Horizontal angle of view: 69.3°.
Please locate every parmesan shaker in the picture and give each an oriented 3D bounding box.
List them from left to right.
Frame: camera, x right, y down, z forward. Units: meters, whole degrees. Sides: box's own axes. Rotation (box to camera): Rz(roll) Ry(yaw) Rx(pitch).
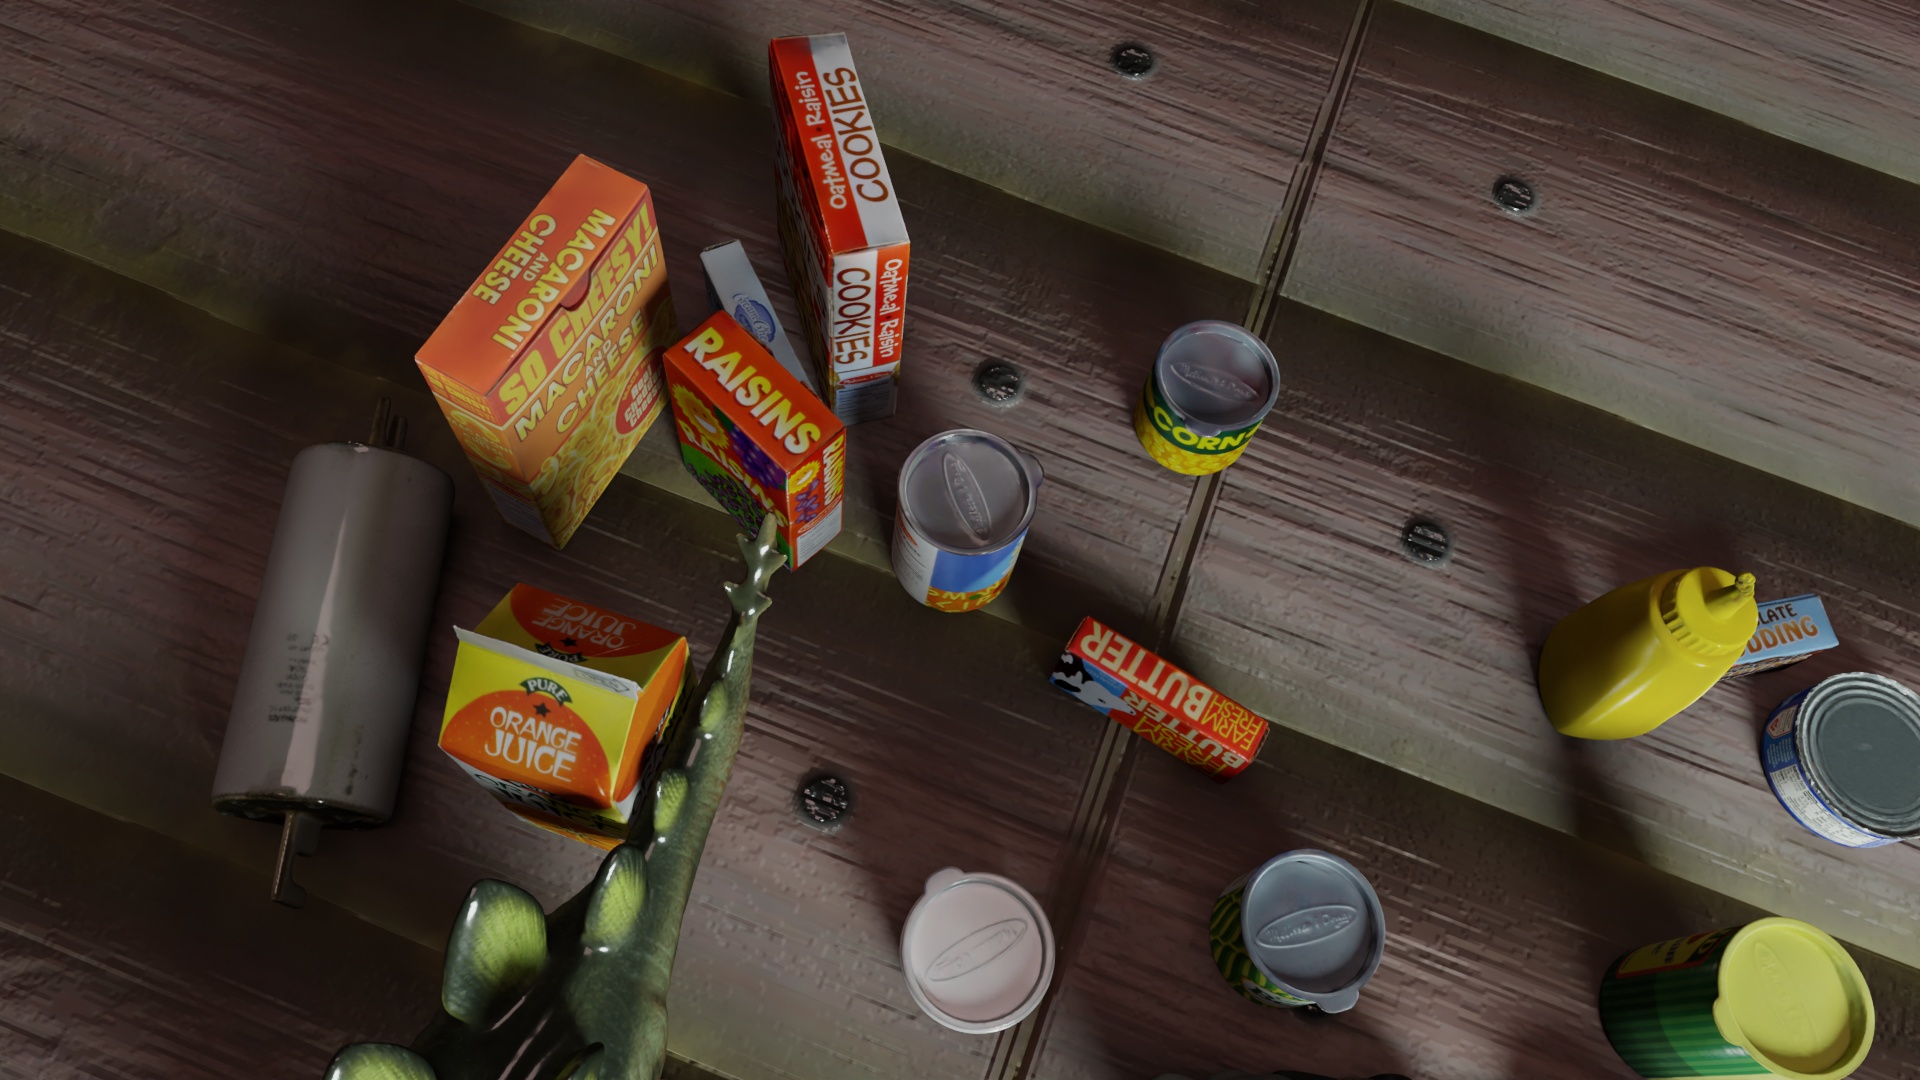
[{"bbox_3d":[0.340,0.210,0.622,0.071,0.102,0.071,2,67,-5],"label":"parmesan shaker"}]

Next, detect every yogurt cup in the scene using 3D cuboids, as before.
[{"bbox_3d":[0.005,0.187,0.626,0.072,0.053,0.072,2,67,-5],"label":"yogurt cup"}]

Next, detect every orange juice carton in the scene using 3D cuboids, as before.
[{"bbox_3d":[-0.157,0.077,0.582,0.072,0.192,0.073,18,67,2],"label":"orange juice carton"}]

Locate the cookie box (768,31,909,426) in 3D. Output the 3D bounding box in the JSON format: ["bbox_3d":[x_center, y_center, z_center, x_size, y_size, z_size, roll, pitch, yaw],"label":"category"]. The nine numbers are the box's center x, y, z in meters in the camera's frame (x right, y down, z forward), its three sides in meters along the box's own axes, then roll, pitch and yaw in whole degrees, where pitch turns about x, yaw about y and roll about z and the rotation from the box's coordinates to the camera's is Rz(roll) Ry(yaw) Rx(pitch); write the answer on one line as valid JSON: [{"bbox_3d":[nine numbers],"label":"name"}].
[{"bbox_3d":[-0.063,-0.150,0.701,0.040,0.166,0.123,-13,69,-11],"label":"cookie box"}]

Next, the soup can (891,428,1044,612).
[{"bbox_3d":[0.002,-0.009,0.692,0.071,0.083,0.071,2,67,-5],"label":"soup can"}]

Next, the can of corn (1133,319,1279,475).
[{"bbox_3d":[0.130,-0.074,0.746,0.071,0.058,0.071,2,67,-5],"label":"can of corn"}]

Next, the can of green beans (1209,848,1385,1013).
[{"bbox_3d":[0.154,0.180,0.641,0.071,0.057,0.071,2,67,-5],"label":"can of green beans"}]

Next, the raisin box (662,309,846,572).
[{"bbox_3d":[-0.097,-0.045,0.677,0.040,0.123,0.086,-42,77,-19],"label":"raisin box"}]

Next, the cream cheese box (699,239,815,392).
[{"bbox_3d":[-0.107,-0.103,0.738,0.024,0.053,0.104,-23,71,-14],"label":"cream cheese box"}]

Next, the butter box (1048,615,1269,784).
[{"bbox_3d":[0.096,0.079,0.681,0.103,0.053,0.024,31,68,8],"label":"butter box"}]

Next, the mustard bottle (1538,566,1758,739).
[{"bbox_3d":[0.331,0.049,0.658,0.049,0.159,0.065,2,67,-4],"label":"mustard bottle"}]

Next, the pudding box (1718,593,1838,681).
[{"bbox_3d":[0.401,0.054,0.723,0.084,0.049,0.030,-9,69,-9],"label":"pudding box"}]

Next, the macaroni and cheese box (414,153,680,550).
[{"bbox_3d":[-0.185,-0.083,0.661,0.040,0.165,0.124,27,68,6],"label":"macaroni and cheese box"}]
